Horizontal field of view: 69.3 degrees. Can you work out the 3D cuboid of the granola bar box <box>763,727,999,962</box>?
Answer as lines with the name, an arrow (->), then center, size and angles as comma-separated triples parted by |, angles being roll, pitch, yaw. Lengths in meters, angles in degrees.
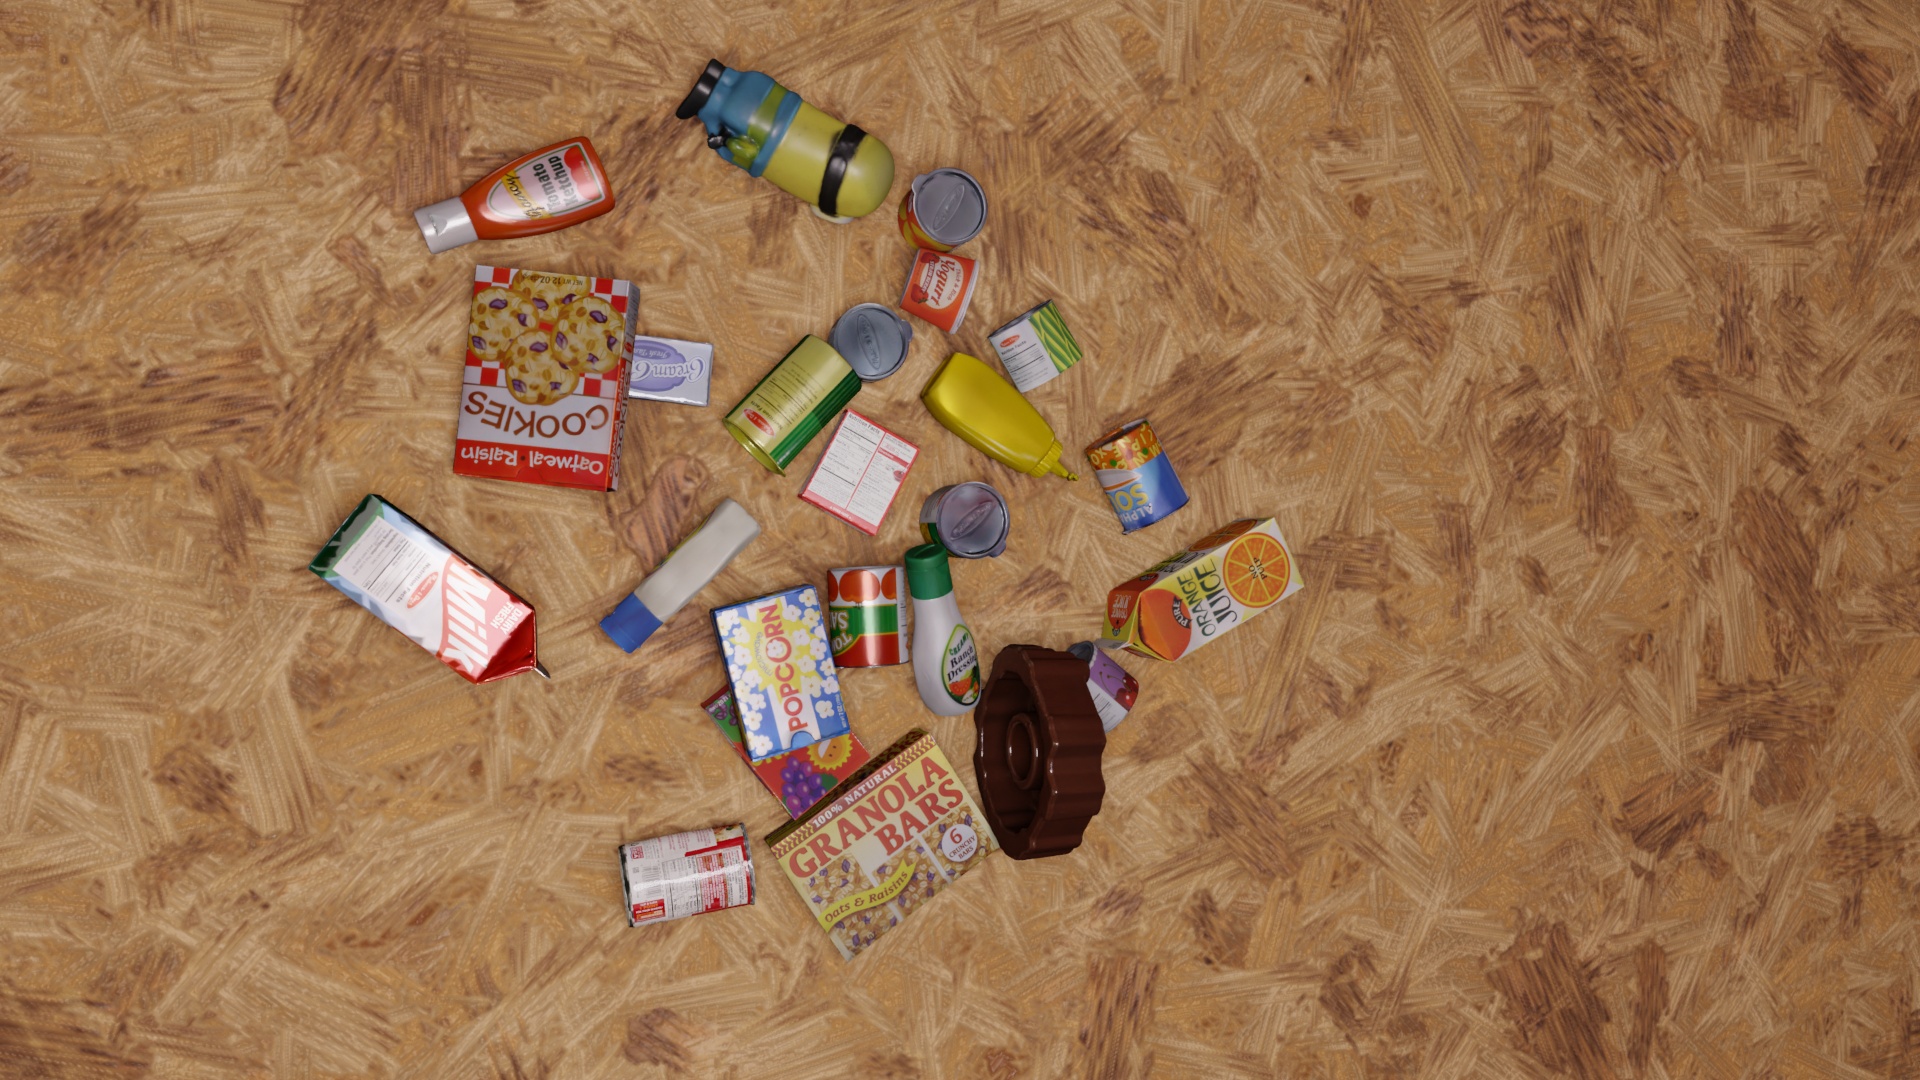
granola bar box -> -0.066, 0.260, 1.198 | 0.166, 0.039, 0.124 | -34, 100, -14

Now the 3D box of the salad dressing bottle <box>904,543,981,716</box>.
salad dressing bottle -> -0.018, 0.076, 1.190 | 0.064, 0.044, 0.147 | -33, 120, -46

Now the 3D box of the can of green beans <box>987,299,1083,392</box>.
can of green beans -> 0.066, -0.171, 1.226 | 0.071, 0.071, 0.057 | -34, 100, -14

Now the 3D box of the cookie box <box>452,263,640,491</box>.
cookie box -> -0.327, -0.127, 1.099 | 0.123, 0.040, 0.167 | 6, 88, 1

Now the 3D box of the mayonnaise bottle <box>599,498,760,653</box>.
mayonnaise bottle -> -0.229, 0.029, 1.137 | 0.148, 0.065, 0.041 | -45, 99, -9

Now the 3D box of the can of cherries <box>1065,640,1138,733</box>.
can of cherries -> 0.117, 0.131, 1.243 | 0.058, 0.071, 0.071 | 39, 79, -14

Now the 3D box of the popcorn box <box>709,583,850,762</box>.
popcorn box -> -0.147, 0.106, 1.132 | 0.085, 0.038, 0.126 | -15, 93, -18

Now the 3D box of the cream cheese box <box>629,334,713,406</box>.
cream cheese box -> -0.258, -0.142, 1.146 | 0.104, 0.024, 0.053 | 6, 90, -17

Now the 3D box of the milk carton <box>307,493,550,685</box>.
milk carton -> -0.397, 0.049, 1.078 | 0.190, 0.072, 0.073 | 39, 79, -13

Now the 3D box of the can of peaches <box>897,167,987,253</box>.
can of peaches -> -0.018, -0.286, 1.205 | 0.071, 0.058, 0.071 | 0, 90, -17

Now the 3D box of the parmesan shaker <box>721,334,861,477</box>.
parmesan shaker -> -0.138, -0.112, 1.162 | 0.071, 0.071, 0.103 | 46, 77, -12

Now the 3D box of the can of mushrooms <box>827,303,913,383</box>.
can of mushrooms -> -0.078, -0.170, 1.198 | 0.071, 0.033, 0.071 | 0, 89, -17

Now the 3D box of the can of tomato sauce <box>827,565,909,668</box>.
can of tomato sauce -> -0.081, 0.064, 1.180 | 0.071, 0.071, 0.083 | -3, 90, -17

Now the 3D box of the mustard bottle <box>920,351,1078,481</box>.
mustard bottle -> 0.041, -0.098, 1.227 | 0.160, 0.049, 0.065 | 38, 80, -14

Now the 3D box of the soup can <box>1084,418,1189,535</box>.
soup can -> 0.157, -0.058, 1.254 | 0.071, 0.071, 0.083 | -31, 98, -15

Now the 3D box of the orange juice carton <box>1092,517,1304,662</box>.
orange juice carton -> 0.208, 0.053, 1.267 | 0.193, 0.072, 0.073 | -28, 97, -16

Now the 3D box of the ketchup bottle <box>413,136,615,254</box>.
ketchup bottle -> -0.356, -0.269, 1.107 | 0.149, 0.043, 0.064 | -24, 97, -15

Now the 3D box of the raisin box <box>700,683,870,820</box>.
raisin box -> -0.147, 0.161, 1.173 | 0.086, 0.040, 0.123 | -39, 100, -15

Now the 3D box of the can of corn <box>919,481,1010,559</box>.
can of corn -> 0.004, -0.015, 1.210 | 0.071, 0.058, 0.071 | 0, 90, -17

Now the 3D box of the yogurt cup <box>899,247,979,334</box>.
yogurt cup -> -0.020, -0.219, 1.202 | 0.054, 0.072, 0.072 | 18, 85, -8
